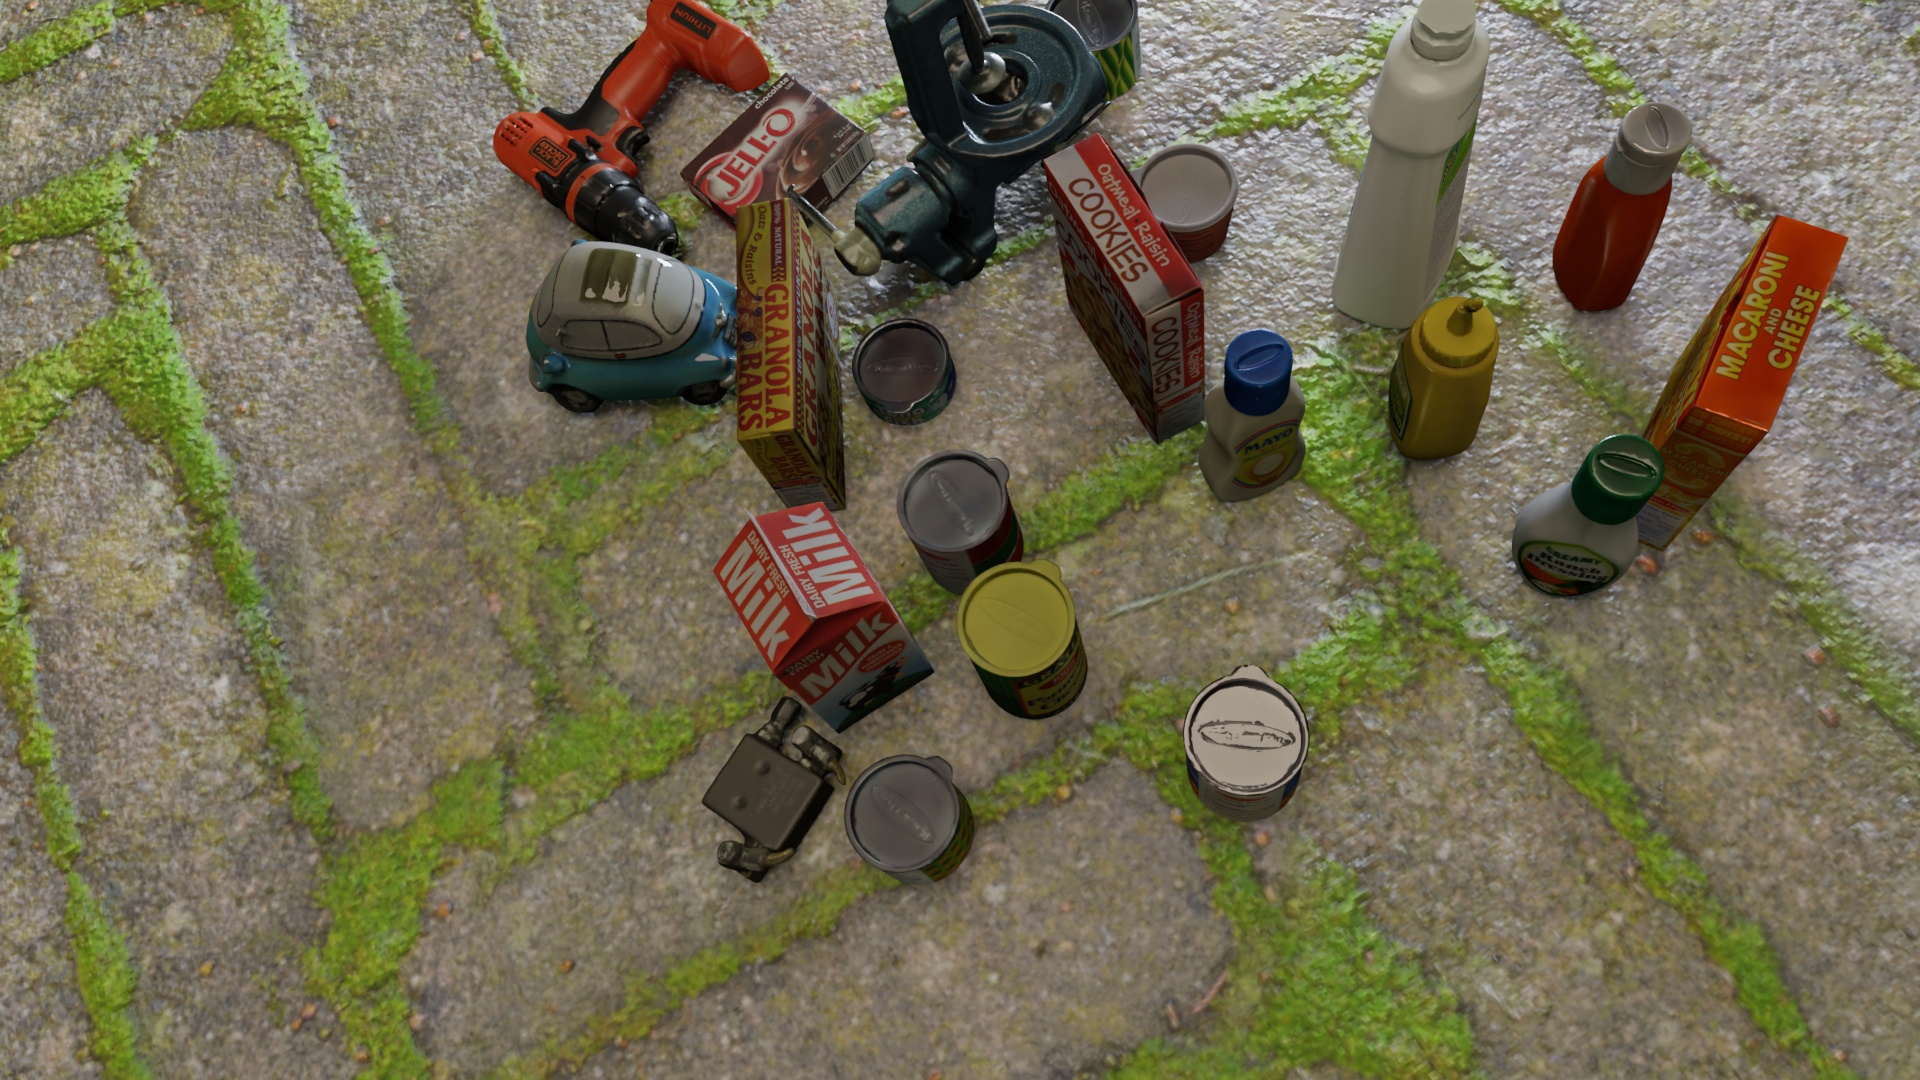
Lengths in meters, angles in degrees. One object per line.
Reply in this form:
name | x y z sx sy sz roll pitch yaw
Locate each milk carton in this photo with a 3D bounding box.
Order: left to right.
milk carton | -0.078 0.042 0.788 0.073 0.190 0.072 -33 67 -4

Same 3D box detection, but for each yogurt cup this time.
yogurt cup | 0.151 -0.222 0.928 0.072 0.053 0.072 -3 68 9

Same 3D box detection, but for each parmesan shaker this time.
parmesan shaker | 0.040 0.059 0.808 0.071 0.102 0.071 -3 68 9

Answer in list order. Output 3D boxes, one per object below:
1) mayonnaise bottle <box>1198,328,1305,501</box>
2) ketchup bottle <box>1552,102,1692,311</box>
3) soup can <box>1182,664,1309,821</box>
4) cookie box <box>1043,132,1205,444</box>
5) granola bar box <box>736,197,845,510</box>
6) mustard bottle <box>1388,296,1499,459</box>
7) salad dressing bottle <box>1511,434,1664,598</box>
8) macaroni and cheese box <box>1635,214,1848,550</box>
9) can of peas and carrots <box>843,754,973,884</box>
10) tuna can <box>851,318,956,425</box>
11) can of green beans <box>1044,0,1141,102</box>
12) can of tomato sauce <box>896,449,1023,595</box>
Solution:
mayonnaise bottle | 0.172 -0.072 0.813 0.065 0.147 0.041 -23 67 1
ketchup bottle | 0.391 -0.198 0.825 0.043 0.148 0.065 -9 68 7
soup can | 0.159 0.115 0.775 0.071 0.083 0.071 -3 68 9
cookie box | 0.103 -0.149 0.845 0.040 0.167 0.123 -28 67 -1
granola bar box | -0.108 -0.115 0.892 0.039 0.124 0.166 -7 68 7
mustard bottle | 0.278 -0.100 0.799 0.049 0.159 0.065 -5 68 8
salad dressing bottle | 0.344 -0.012 0.759 0.064 0.147 0.044 20 74 17
macaroni and cheese box | 0.415 -0.080 0.764 0.040 0.166 0.124 25 75 18
can of peas and carrots | -0.027 0.160 0.803 0.071 0.058 0.071 -3 68 9
tuna can | -0.037 -0.110 0.927 0.071 0.032 0.071 -3 68 9
can of green beans | 0.095 -0.356 0.989 0.071 0.057 0.071 -3 68 9
can of tomato sauce | 0.003 -0.011 0.853 0.071 0.083 0.071 -3 68 9
